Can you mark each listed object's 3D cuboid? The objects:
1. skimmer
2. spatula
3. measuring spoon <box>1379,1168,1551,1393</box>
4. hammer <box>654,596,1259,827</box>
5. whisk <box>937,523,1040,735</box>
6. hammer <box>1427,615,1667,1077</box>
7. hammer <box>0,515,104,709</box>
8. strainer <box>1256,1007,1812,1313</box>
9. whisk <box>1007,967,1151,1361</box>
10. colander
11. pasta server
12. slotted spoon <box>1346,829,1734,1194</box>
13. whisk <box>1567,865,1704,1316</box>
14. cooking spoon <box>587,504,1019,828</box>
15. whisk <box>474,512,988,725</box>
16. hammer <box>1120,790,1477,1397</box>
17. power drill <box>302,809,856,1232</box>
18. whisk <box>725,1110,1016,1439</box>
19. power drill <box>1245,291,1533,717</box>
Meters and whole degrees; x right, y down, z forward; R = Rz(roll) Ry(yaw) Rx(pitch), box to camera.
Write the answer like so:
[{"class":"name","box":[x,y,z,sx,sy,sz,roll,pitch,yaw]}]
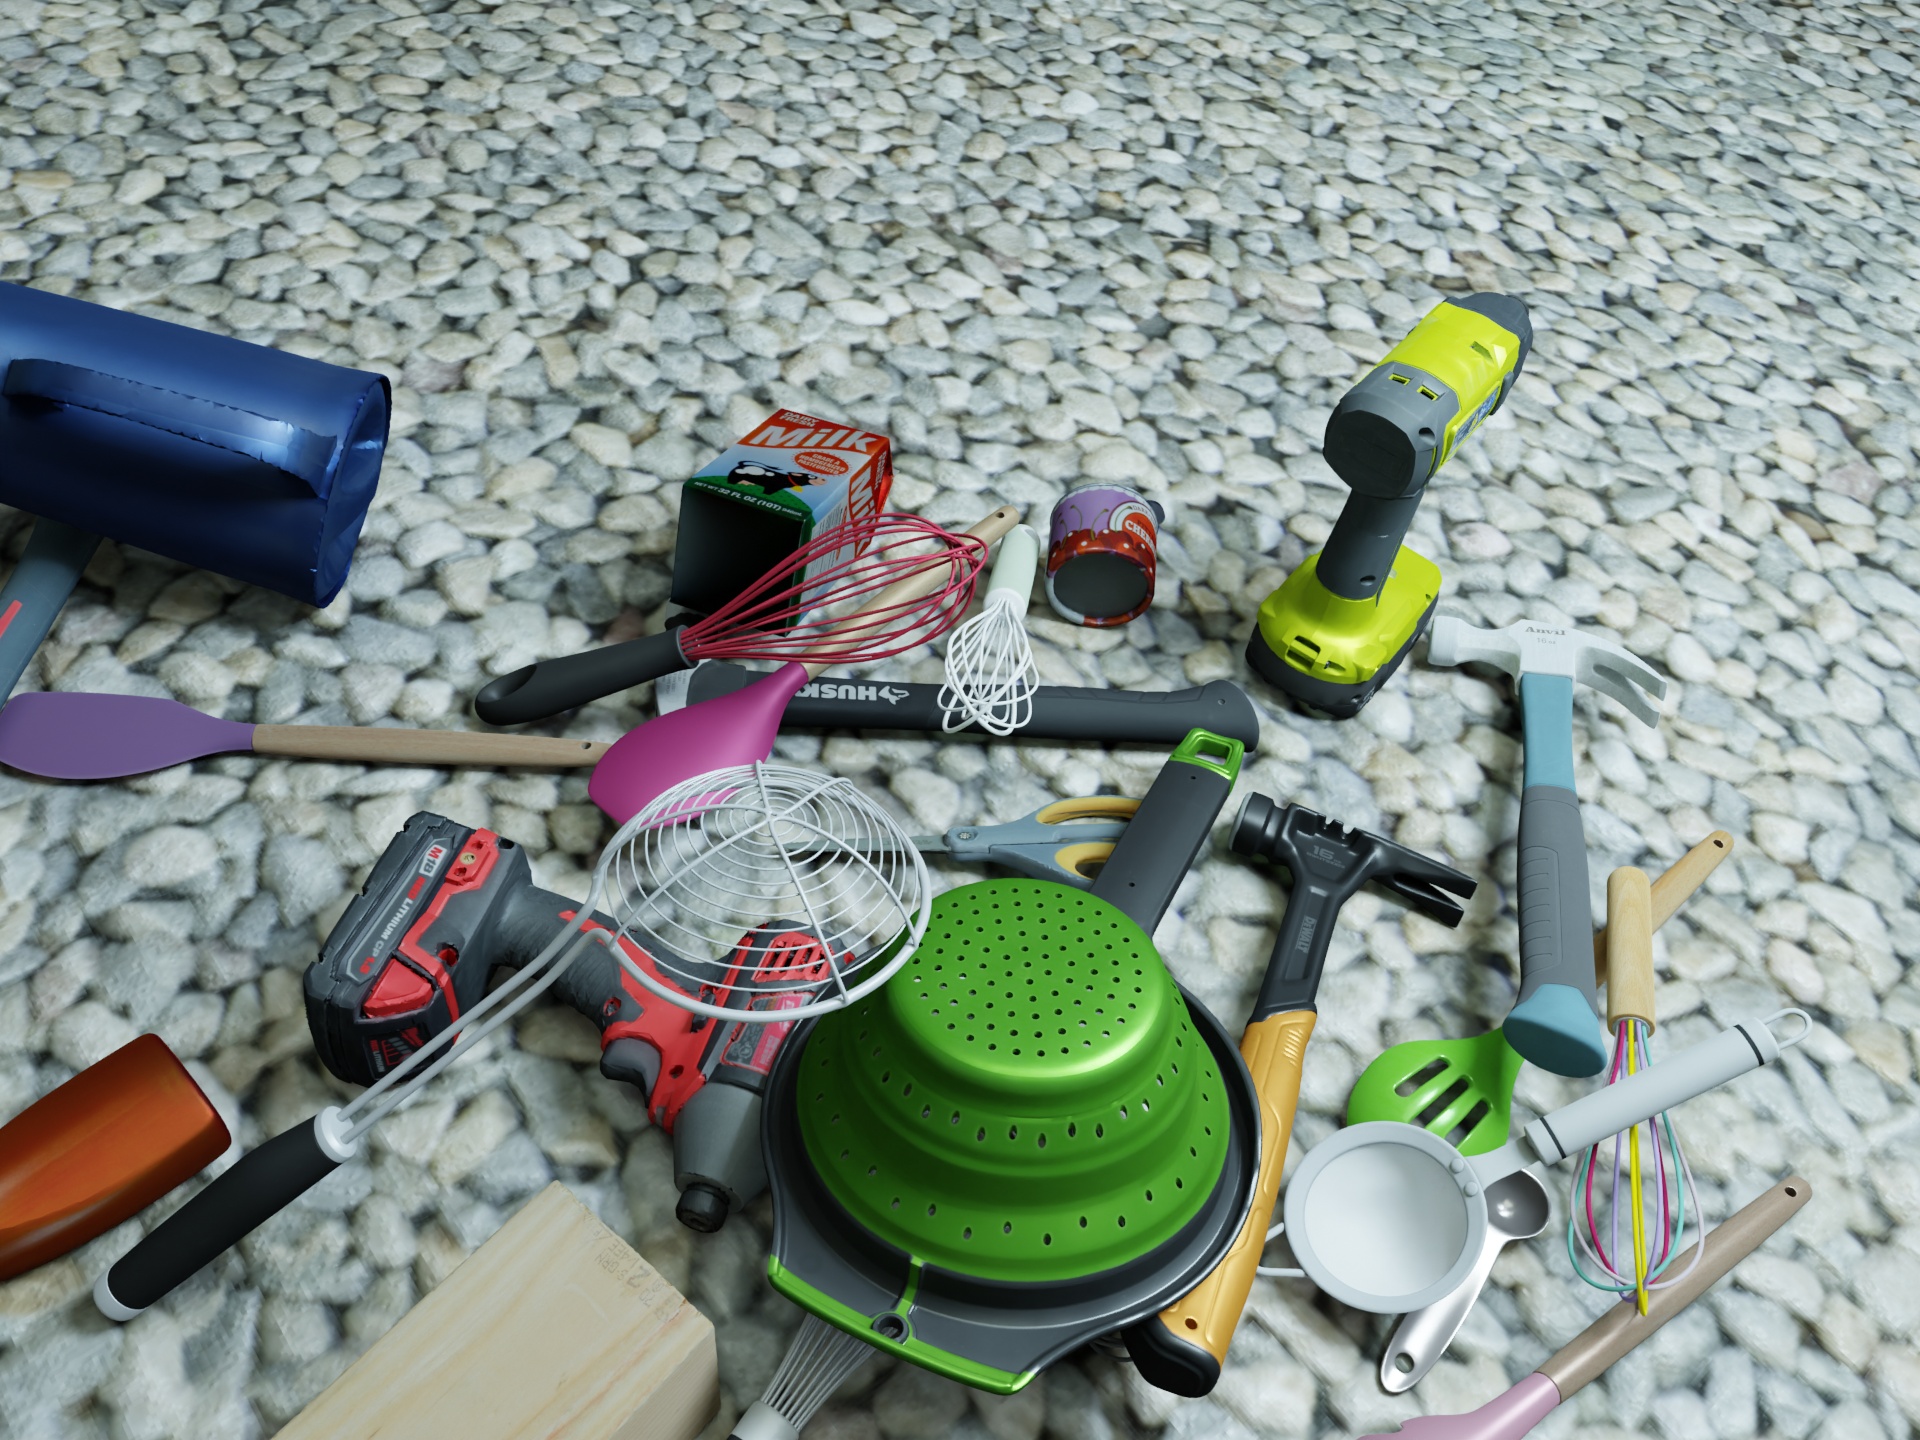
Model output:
[{"class":"skimmer","box":[-0.180,0.140,0.629,0.363,0.090,0.127,-37,45,9]},{"class":"spatula","box":[-0.341,0.012,0.828,0.316,0.018,0.060,2,47,-4]},{"class":"measuring spoon","box":[0.219,0.248,0.702,0.034,0.018,0.124,37,61,20]},{"class":"hammer","box":[-0.001,-0.003,0.875,0.334,0.035,0.146,3,48,-5]},{"class":"whisk","box":[0.023,-0.058,0.880,0.057,0.059,0.246,44,24,-14]},{"class":"hammer","box":[0.305,0.050,0.827,0.128,0.033,0.331,6,39,14]},{"class":"hammer","box":[-0.486,-0.002,0.792,0.143,0.038,0.387,-5,46,8]},{"class":"strainer","box":[0.245,0.187,0.685,0.258,0.050,0.087,-28,45,8]},{"class":"whisk","box":[0.047,0.173,0.724,0.055,0.055,0.239,-5,45,-12]},{"class":"colander","box":[0.057,0.087,0.689,0.204,0.094,0.397,18,39,18]},{"class":"pasta server","box":[0.263,0.273,0.677,0.316,0.040,0.060,-21,55,-28]},{"class":"slotted spoon","box":[0.307,0.133,0.803,0.314,0.031,0.070,-30,64,-31]},{"class":"whisk","box":[0.312,0.163,0.742,0.047,0.051,0.245,41,42,-17]},{"class":"cooking spoon","box":[-0.070,-0.040,0.863,0.069,0.017,0.319,34,52,23]},{"class":"whisk","box":[-0.123,-0.043,0.818,0.296,0.073,0.073,-15,47,16]},{"class":"hammer","box":[0.148,0.157,0.719,0.127,0.034,0.337,21,40,11]},{"class":"power drill","box":[-0.166,0.134,0.709,0.219,0.078,0.143,17,49,4]},{"class":"whisk","box":[-0.057,0.257,0.632,0.070,0.070,0.285,30,57,18]},{"class":"power drill","box":[0.243,-0.123,0.886,0.080,0.223,0.171,33,53,20]}]
